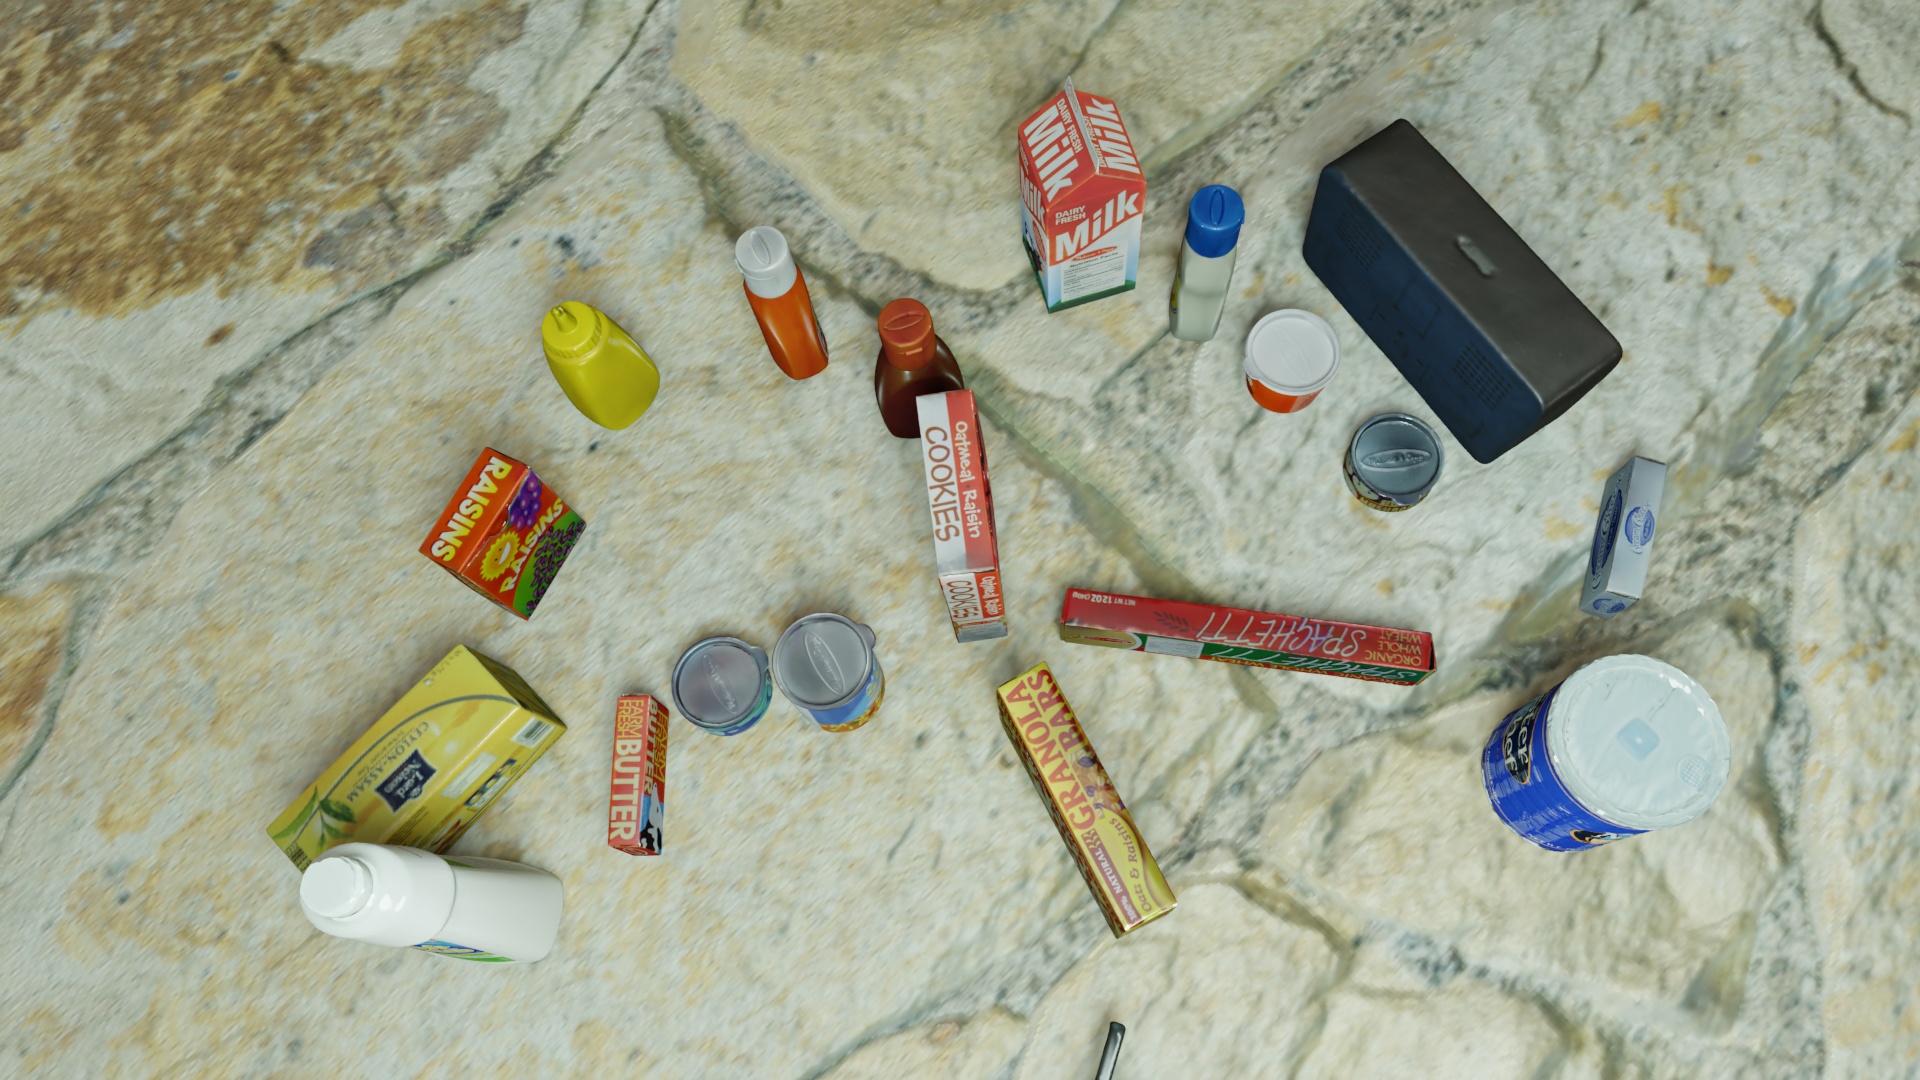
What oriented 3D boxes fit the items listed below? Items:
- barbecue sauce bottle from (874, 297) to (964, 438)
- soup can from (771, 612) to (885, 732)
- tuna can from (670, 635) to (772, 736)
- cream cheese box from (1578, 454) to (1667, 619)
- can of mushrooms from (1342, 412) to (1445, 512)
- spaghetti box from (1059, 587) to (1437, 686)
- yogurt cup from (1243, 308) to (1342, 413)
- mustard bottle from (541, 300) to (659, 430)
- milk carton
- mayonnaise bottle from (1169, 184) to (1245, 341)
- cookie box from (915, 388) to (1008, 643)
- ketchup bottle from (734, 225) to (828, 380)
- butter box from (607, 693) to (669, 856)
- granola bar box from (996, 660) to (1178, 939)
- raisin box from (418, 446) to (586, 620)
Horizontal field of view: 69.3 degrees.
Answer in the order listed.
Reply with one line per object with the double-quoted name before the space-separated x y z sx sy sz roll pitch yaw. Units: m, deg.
"barbecue sauce bottle" -0.032 -0.120 0.980 0.065 0.148 0.044 -17 71 -2
"soup can" -0.085 0.090 0.946 0.071 0.083 0.071 -1 71 3
"tuna can" -0.164 0.101 0.974 0.071 0.032 0.071 -1 71 3
"cream cheese box" 0.457 -0.001 0.958 0.024 0.053 0.104 17 73 9
"can of mushrooms" 0.310 -0.053 0.996 0.071 0.033 0.071 -1 71 3
"spaghetti box" 0.194 0.067 0.953 0.250 0.050 0.029 7 72 6
"yogurt cup" 0.240 -0.128 1.015 0.072 0.053 0.072 -1 71 3
"mustard bottle" -0.263 -0.133 0.993 0.049 0.159 0.065 37 78 14
"milk carton" 0.086 -0.245 0.993 0.073 0.190 0.072 -16 71 -2
"mayonnaise bottle" 0.175 -0.200 0.994 0.041 0.147 0.065 6 72 6
"cookie box" 0.003 -0.012 0.931 0.040 0.167 0.123 -8 71 1
"ketchup bottle" -0.130 -0.173 1.004 0.043 0.148 0.065 -25 72 -4
"butter box" -0.219 0.160 0.947 0.024 0.053 0.104 -2 71 3
"granola bar box" 0.077 0.170 0.887 0.039 0.124 0.166 -27 72 -5
"raisin box" -0.317 -0.002 0.971 0.040 0.123 0.086 26 75 12
